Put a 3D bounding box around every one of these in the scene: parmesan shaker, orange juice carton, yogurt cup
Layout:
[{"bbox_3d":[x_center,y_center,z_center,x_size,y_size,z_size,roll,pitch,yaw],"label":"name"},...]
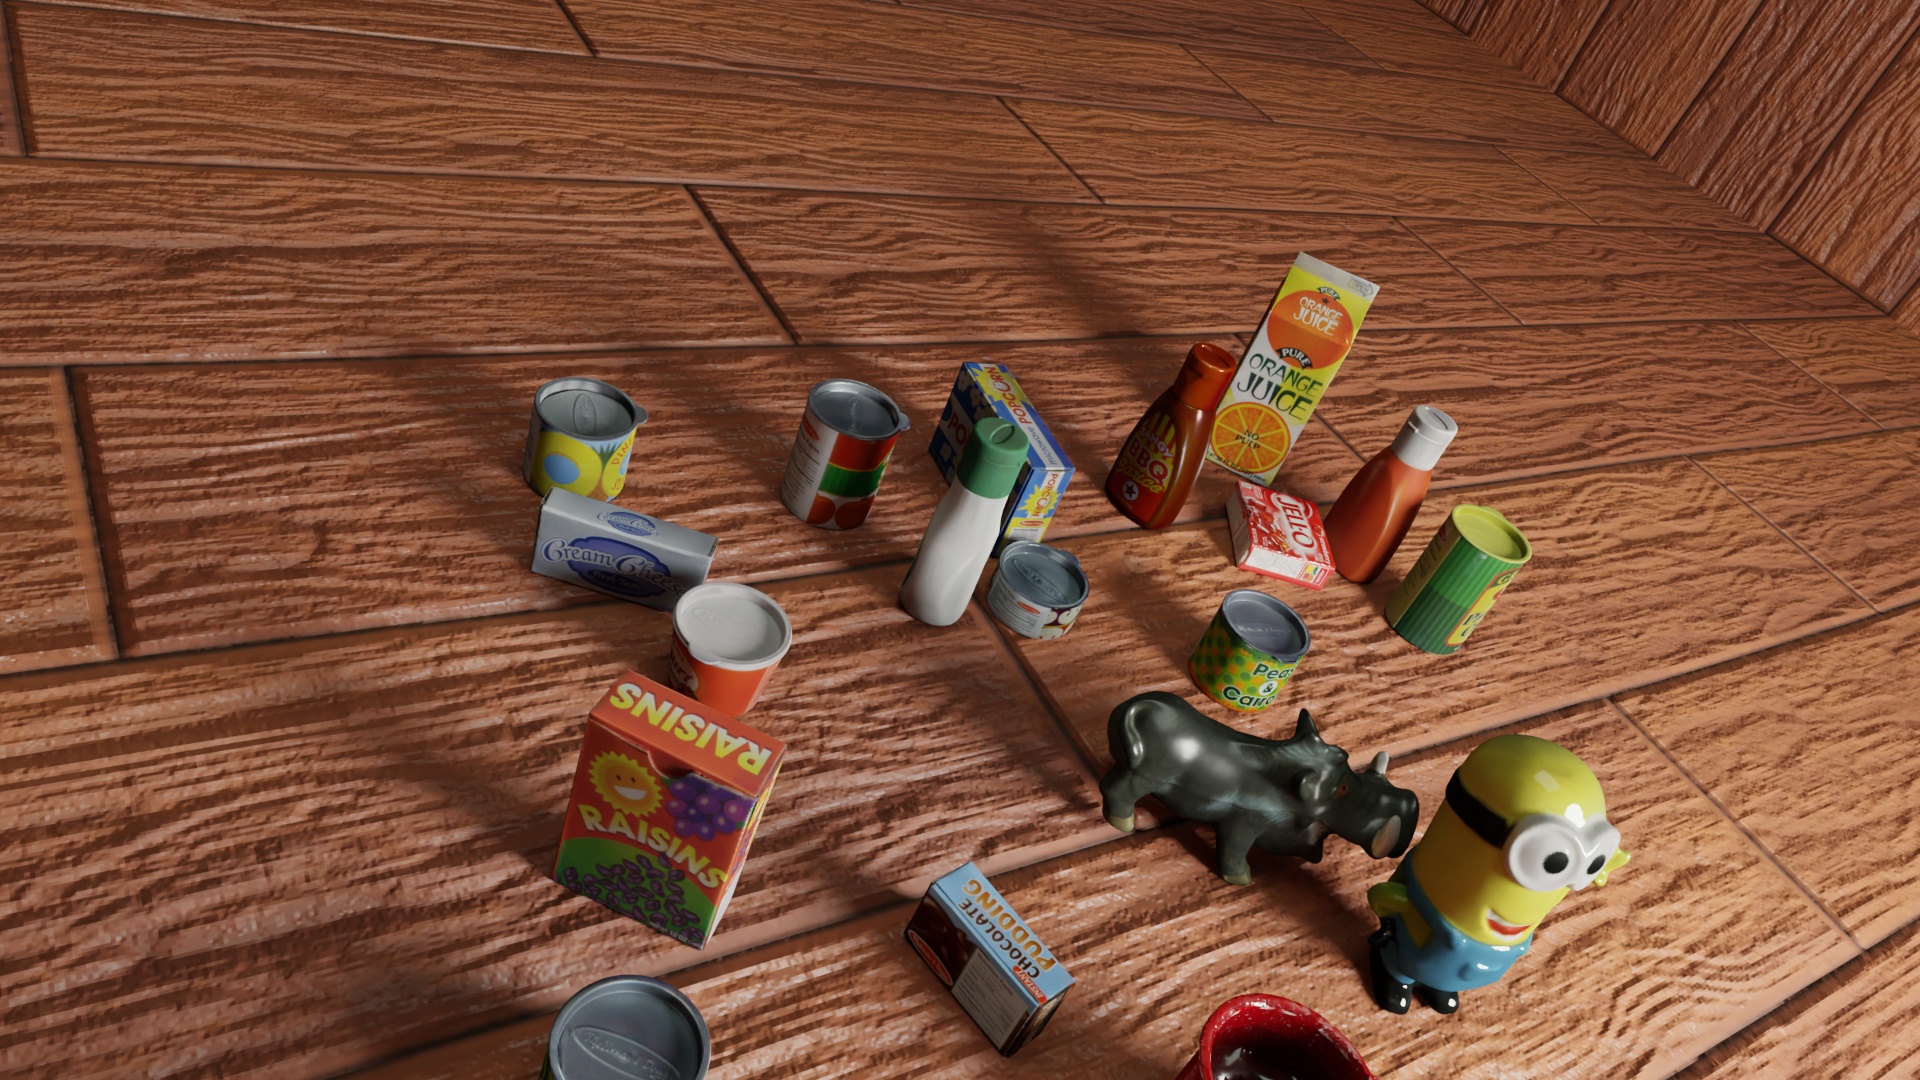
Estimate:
[{"bbox_3d":[0.386,0.030,1.081,0.071,0.102,0.072,15,37,-11],"label":"parmesan shaker"},{"bbox_3d":[0.273,-0.147,1.166,0.072,0.191,0.073,27,36,4],"label":"orange juice carton"},{"bbox_3d":[-0.136,0.065,0.800,0.072,0.053,0.073,15,37,-11],"label":"yogurt cup"}]

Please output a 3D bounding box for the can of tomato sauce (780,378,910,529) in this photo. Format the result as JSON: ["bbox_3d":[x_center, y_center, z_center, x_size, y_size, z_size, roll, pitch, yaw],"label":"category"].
[{"bbox_3d":[-0.081,-0.058,0.959,0.071,0.082,0.071,15,37,-11],"label":"can of tomato sauce"}]

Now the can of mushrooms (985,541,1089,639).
[{"bbox_3d":[0.054,0.034,0.958,0.071,0.033,0.071,15,37,-11],"label":"can of mushrooms"}]

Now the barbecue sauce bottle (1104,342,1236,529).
[{"bbox_3d":[0.164,-0.081,1.063,0.044,0.147,0.065,-14,50,-40],"label":"barbecue sauce bottle"}]

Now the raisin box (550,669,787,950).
[{"bbox_3d":[-0.141,0.130,0.659,0.086,0.122,0.040,26,36,3],"label":"raisin box"}]

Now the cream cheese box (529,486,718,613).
[{"bbox_3d":[-0.203,0.008,0.836,0.104,0.053,0.024,18,37,-7],"label":"cream cheese box"}]

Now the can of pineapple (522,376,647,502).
[{"bbox_3d":[-0.244,-0.063,0.899,0.071,0.057,0.071,15,37,-11],"label":"can of pineapple"}]

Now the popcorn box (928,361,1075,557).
[{"bbox_3d":[0.028,-0.060,1.017,0.038,0.084,0.127,-2,43,-30],"label":"popcorn box"}]

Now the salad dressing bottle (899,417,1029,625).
[{"bbox_3d":[0.003,-0.011,0.891,0.044,0.146,0.064,32,37,12],"label":"salad dressing bottle"}]

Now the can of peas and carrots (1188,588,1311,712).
[{"bbox_3d":[0.200,0.078,0.959,0.071,0.058,0.071,15,37,-11],"label":"can of peas and carrots"}]

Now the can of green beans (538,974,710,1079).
[{"bbox_3d":[-0.145,0.229,0.588,0.071,0.057,0.071,15,37,-11],"label":"can of green beans"}]

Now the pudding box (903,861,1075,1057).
[{"bbox_3d":[0.013,0.211,0.702,0.030,0.049,0.084,-19,54,-43],"label":"pudding box"}]

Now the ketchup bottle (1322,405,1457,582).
[{"bbox_3d":[0.340,-0.039,1.104,0.043,0.148,0.065,1,42,-27],"label":"ketchup bottle"}]
